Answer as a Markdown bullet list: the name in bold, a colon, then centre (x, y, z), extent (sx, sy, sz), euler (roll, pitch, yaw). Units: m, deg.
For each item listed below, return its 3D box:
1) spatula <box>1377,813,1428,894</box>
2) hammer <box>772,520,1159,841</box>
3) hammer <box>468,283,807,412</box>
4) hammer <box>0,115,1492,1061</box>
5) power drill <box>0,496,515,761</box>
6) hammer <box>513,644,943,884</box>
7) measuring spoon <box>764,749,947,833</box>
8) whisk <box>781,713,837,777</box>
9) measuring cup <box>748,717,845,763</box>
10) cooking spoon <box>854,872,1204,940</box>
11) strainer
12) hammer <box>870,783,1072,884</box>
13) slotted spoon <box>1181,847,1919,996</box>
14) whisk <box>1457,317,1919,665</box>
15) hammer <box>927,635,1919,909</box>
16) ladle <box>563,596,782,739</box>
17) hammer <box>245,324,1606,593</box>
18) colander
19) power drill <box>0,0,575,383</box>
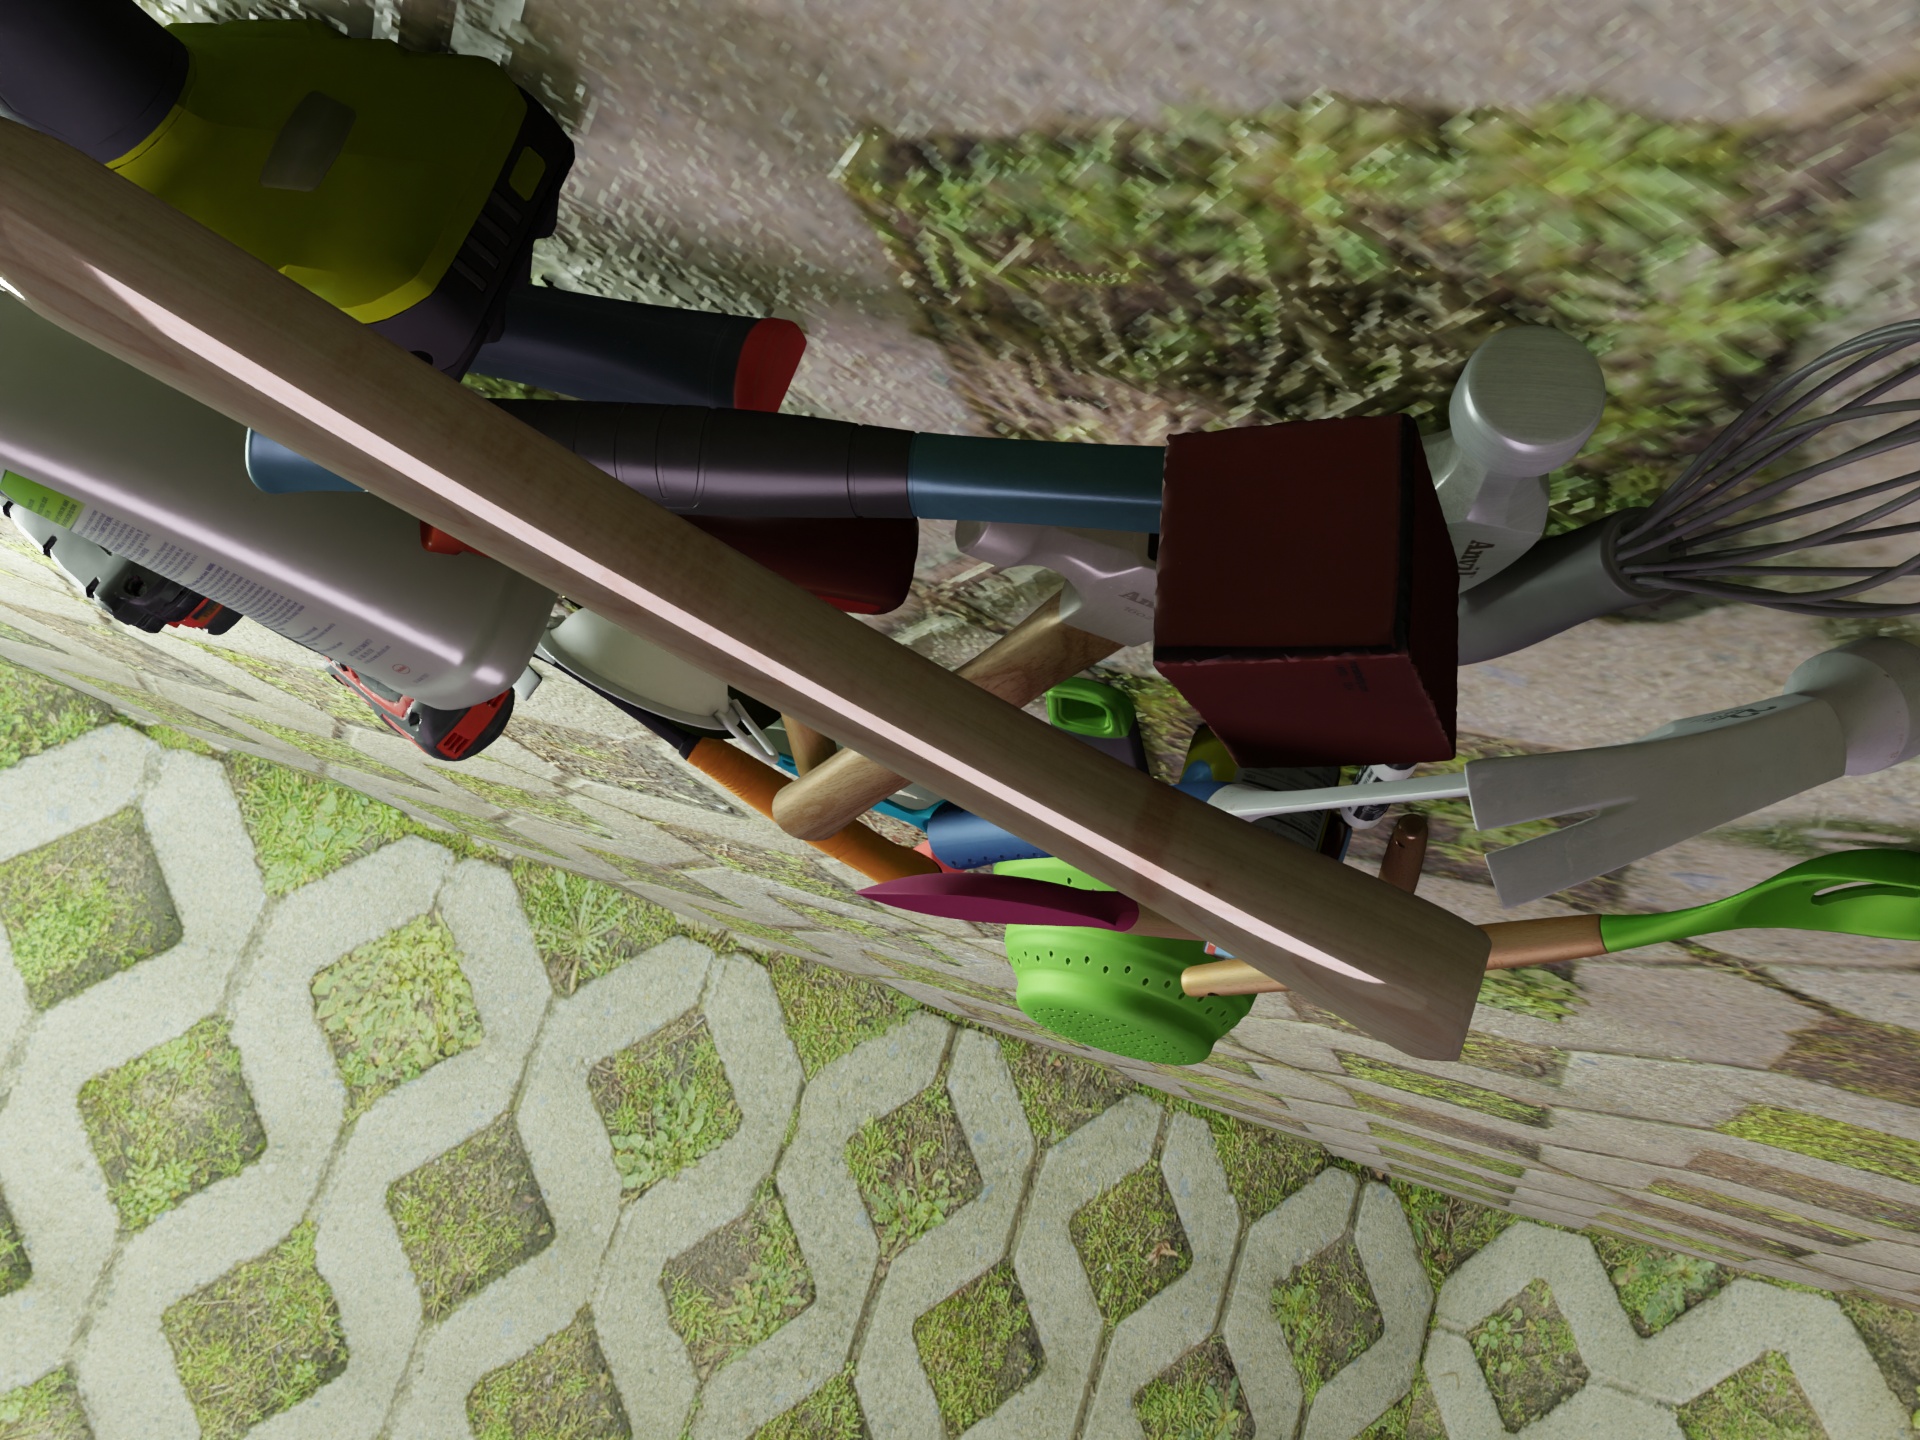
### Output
- **spatula**: centre (0.221, 0.107, 0.838), extent (0.082, 0.044, 0.317), euler (43, 173, 22)
- **hammer**: centre (-0.001, -0.002, 0.619), extent (0.130, 0.031, 0.331), euler (19, 156, -20)
- **hammer**: centre (-0.232, -0.143, 0.472), extent (0.386, 0.038, 0.143), euler (13, 154, 14)
- **hammer**: centre (-0.055, -0.023, 0.342), extent (0.410, 0.038, 0.146), euler (29, 161, -18)
- **power drill**: centre (-0.335, -0.074, 0.767), extent (0.188, 0.080, 0.226), euler (35, 175, 28)
- **hammer**: centre (-0.123, 0.027, 0.867), extent (0.336, 0.034, 0.127), euler (36, 179, -38)
- **measuring spoon**: centre (-0.038, 0.034, 0.808), extent (0.128, 0.021, 0.042), euler (23, 158, 1)
- **whisk**: centre (-0.074, -0.023, 0.670), extent (0.051, 0.047, 0.244), euler (21, 158, 9)
- **measuring cup**: centre (-0.046, -0.004, 0.785), extent (0.083, 0.038, 0.167), euler (26, 158, -24)
- **cooking spoon**: centre (0.073, 0.073, 0.600), extent (0.069, 0.017, 0.318), euler (-4, 169, 36)
- **strainer**: centre (-0.184, -0.051, 0.621), extent (0.258, 0.050, 0.087), euler (20, -169, 3)
- **hammer**: centre (-0.023, 0.094, 1.119), extent (0.149, 0.037, 0.359), euler (21, 165, -8)
- **slotted spoon**: centre (0.227, 0.086, 0.626), extent (0.314, 0.031, 0.070), euler (-14, 148, 34)
- **whisk**: centre (0.162, -0.038, 0.373), extent (0.055, 0.055, 0.239), euler (21, 170, -9)
- **hammer**: centre (0.095, 0.030, 0.544), extent (0.144, 0.035, 0.405), euler (-15, -179, -30)
- **ladle**: centre (-0.169, -0.081, 0.658), extent (0.078, 0.062, 0.319), euler (23, 164, 38)
- **hammer**: centre (-0.025, -0.064, 0.405), extent (0.331, 0.033, 0.128), euler (5, 164, 6)
- **colander**: centre (0.078, 0.098, 0.812), extent (0.204, 0.094, 0.396), euler (12, 159, 18)
- **power drill**: centre (-0.176, -0.155, 0.297), extent (0.191, 0.080, 0.228), euler (12, 162, 26)
